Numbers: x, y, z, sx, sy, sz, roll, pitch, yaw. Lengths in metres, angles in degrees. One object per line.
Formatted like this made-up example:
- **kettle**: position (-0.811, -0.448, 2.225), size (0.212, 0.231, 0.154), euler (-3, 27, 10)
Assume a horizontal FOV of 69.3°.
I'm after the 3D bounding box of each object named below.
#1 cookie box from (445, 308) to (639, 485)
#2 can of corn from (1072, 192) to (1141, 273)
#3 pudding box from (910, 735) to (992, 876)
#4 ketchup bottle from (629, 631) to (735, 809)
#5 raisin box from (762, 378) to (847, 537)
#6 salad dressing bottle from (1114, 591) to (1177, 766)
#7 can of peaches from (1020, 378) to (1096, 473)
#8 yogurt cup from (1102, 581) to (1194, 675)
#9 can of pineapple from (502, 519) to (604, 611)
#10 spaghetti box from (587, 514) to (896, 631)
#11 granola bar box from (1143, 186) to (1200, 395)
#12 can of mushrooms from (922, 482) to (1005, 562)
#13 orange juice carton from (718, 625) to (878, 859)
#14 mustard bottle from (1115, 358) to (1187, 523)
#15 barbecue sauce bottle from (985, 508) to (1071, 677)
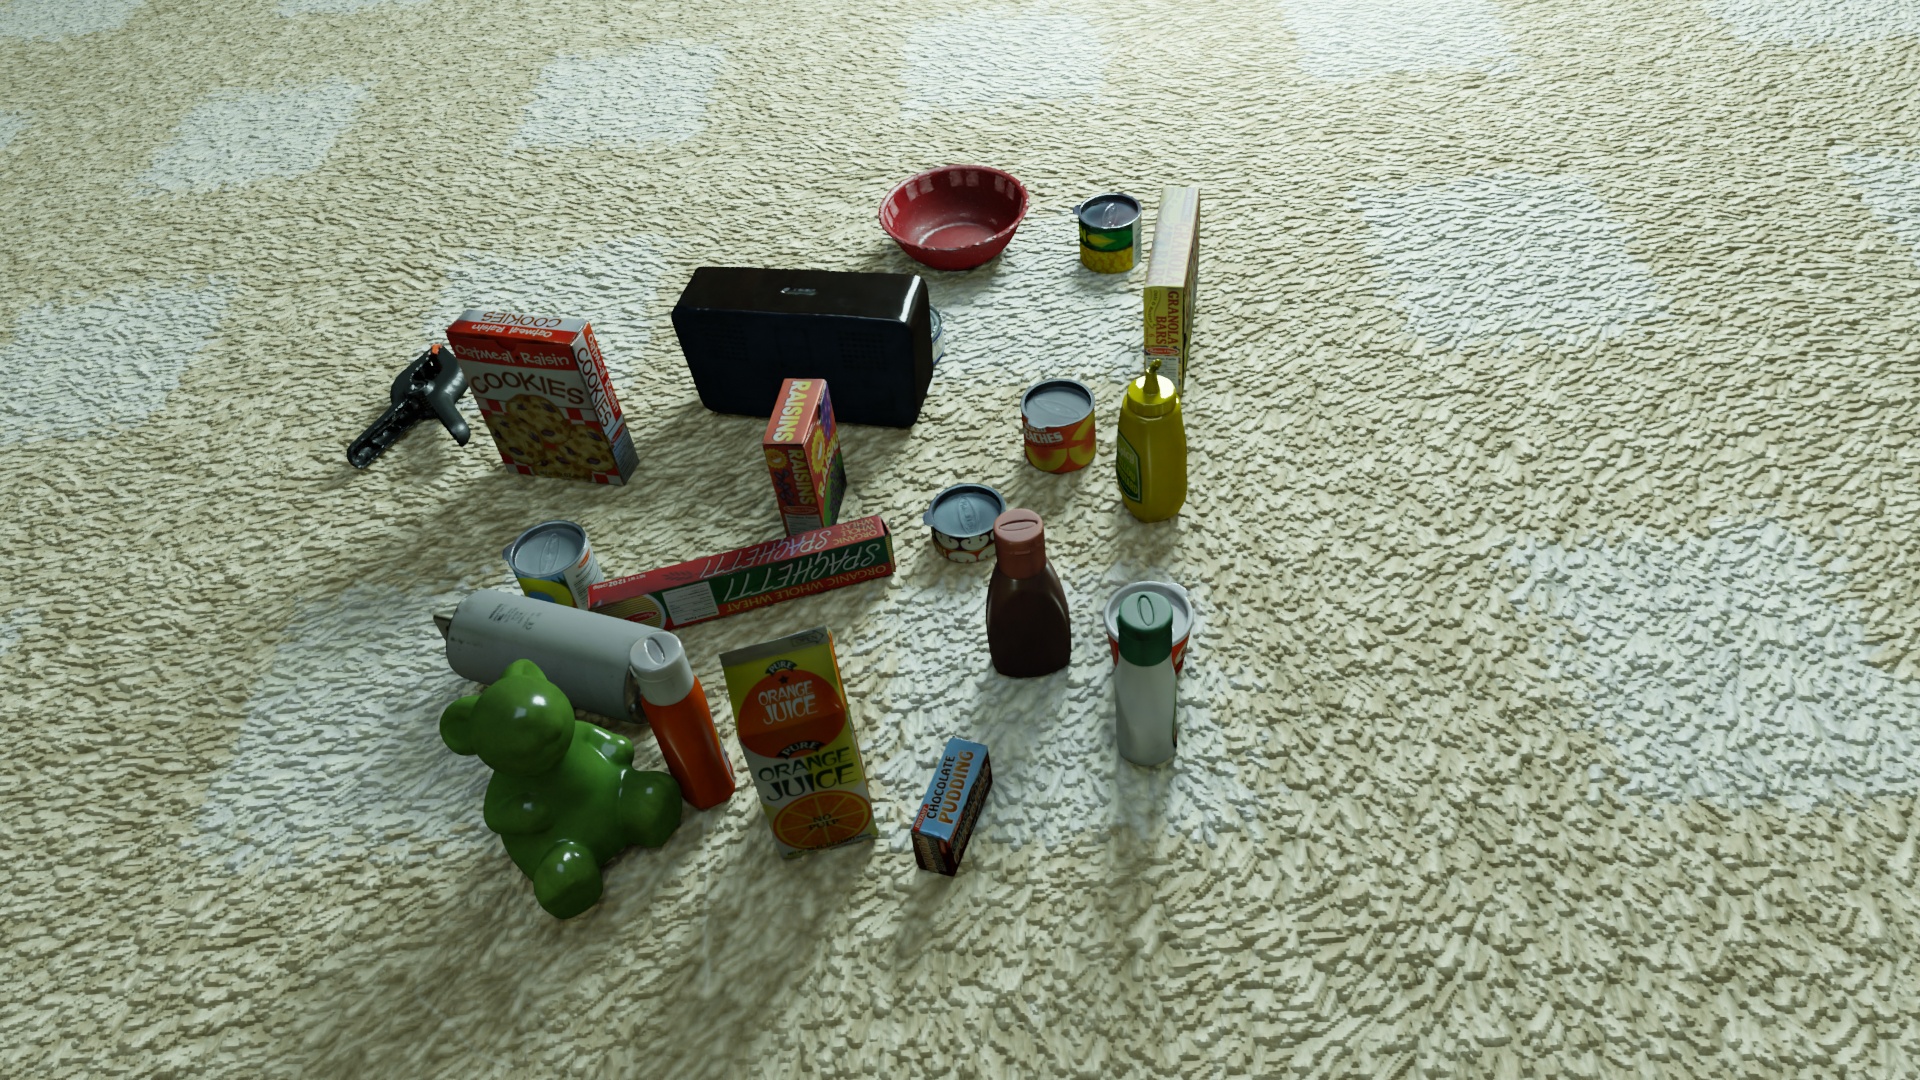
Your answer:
- **cookie box**: position (-0.373, -0.126, 1.248), size (0.123, 0.166, 0.040), euler (7, 47, 14)
- **can of corn**: position (0.153, -0.319, 1.443), size (0.071, 0.058, 0.071), euler (-4, 45, 4)
- **pudding box**: position (-0.006, 0.185, 0.972), size (0.030, 0.049, 0.084), euler (11, 48, 18)
- **ketchup bottle**: position (-0.199, 0.126, 0.987), size (0.044, 0.148, 0.065), euler (-26, 48, -17)
- **raisin box**: position (-0.131, -0.065, 1.185), size (0.040, 0.122, 0.086), euler (2, 46, 10)
- **salad dressing bottle**: position (0.130, 0.098, 0.971), size (0.044, 0.146, 0.064), euler (-6, 45, 2)
- **can of peaches**: position (0.086, -0.100, 1.236), size (0.071, 0.057, 0.071), euler (-4, 45, 4)
- **yogurt cup**: position (0.143, 0.073, 1.059), size (0.072, 0.053, 0.073), euler (-4, 45, 4)
- **can of pineapple**: position (-0.341, 0.025, 1.171), size (0.071, 0.057, 0.071), euler (-4, 45, 4)
- **spaghetti box**: position (-0.178, 0.033, 1.147), size (0.250, 0.050, 0.029), euler (-14, 45, -6)
- **granola bar box**: position (0.200, -0.236, 1.308), size (0.039, 0.123, 0.166), euler (4, 46, 12)
- **can of mushrooms**: position (0.004, -0.015, 1.180), size (0.071, 0.033, 0.071), euler (-4, 45, 4)
- **orange juice carton**: position (-0.109, 0.129, 0.942), size (0.072, 0.191, 0.073), euler (-13, 45, -5)
- **mustard bottle**: position (0.156, -0.087, 1.141), size (0.049, 0.159, 0.065), euler (-21, 46, -12)
- **barbecue sauce bottle**: position (0.048, 0.041, 1.038), size (0.065, 0.147, 0.044), euler (-7, 45, 1)
